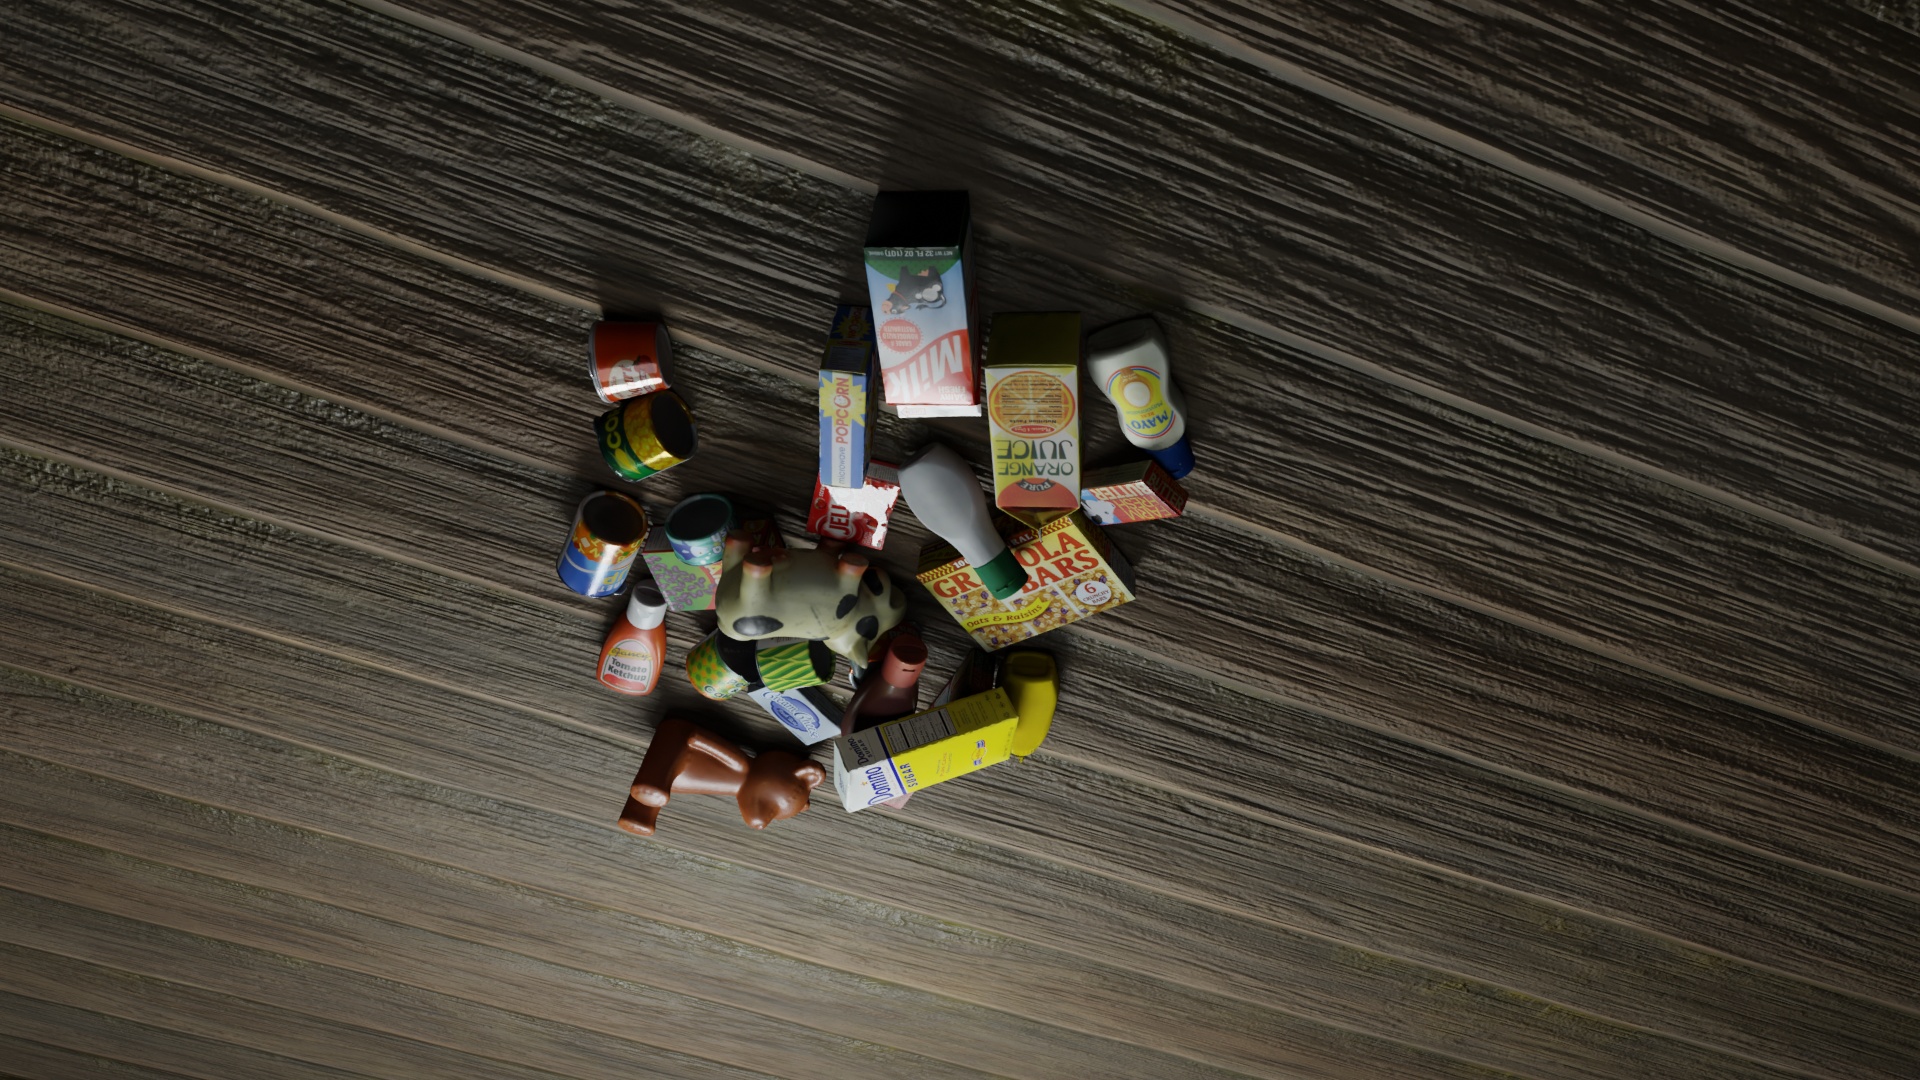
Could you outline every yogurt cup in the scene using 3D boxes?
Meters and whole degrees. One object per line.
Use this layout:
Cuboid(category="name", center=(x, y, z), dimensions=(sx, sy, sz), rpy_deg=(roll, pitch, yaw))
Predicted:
Cuboid(category="yogurt cup", center=(-0.268, -0.149, 1.136), dimensions=(0.054, 0.073, 0.072), rpy_deg=(-6, 135, 3))

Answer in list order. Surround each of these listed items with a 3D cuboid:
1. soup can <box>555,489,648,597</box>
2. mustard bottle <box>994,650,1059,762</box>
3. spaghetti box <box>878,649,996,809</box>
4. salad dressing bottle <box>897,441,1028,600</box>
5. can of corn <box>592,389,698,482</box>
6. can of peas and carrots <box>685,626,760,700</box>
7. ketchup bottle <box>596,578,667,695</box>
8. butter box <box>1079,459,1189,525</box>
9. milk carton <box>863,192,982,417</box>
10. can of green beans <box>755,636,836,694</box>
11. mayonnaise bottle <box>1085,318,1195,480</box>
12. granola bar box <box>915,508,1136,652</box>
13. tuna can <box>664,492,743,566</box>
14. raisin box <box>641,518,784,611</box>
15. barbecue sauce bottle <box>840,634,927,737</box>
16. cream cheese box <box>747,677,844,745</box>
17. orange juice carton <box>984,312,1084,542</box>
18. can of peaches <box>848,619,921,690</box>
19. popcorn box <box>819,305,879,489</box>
Cuboid(category="soup can", center=(-0.332, 0.005, 1.297), dimensions=(0.071, 0.072, 0.083), rpy_deg=(22, 134, -14))
Cuboid(category="mustard bottle", center=(0.065, 0.178, 1.431), dimensions=(0.065, 0.049, 0.159), rpy_deg=(5, 136, 1))
Cuboid(category="spaghetti box", center=(-0.028, 0.204, 1.470), dimensions=(0.029, 0.050, 0.248), rpy_deg=(22, 134, -12))
Cuboid(category="salad dressing bottle", center=(0.004, -0.015, 1.213), dimensions=(0.064, 0.044, 0.147), rpy_deg=(-29, 105, 27))
Cuboid(category="can of corn", center=(-0.269, -0.092, 1.190), dimensions=(0.058, 0.071, 0.071), rpy_deg=(-20, 129, 24))
Cuboid(category="can of peas and carrots", center=(-0.234, 0.123, 1.402), dimensions=(0.071, 0.071, 0.058), rpy_deg=(35, 130, -25))
Cuboid(category="ketchup bottle", center=(-0.327, 0.097, 1.408), dimensions=(0.065, 0.044, 0.148), rpy_deg=(18, 134, -10))
Cuboid(category="butter box", center=(0.140, -0.040, 1.187), dimensions=(0.053, 0.024, 0.103), rpy_deg=(40, 153, -29))
Cuboid(category="milk carton", center=(-0.024, -0.168, 1.074), dimensions=(0.072, 0.074, 0.189), rpy_deg=(0, 136, 8))
Cuboid(category="can of green beans", center=(-0.164, 0.115, 1.387), dimensions=(0.058, 0.071, 0.071), rpy_deg=(-11, 133, 18))
Cuboid(category="mayonnaise bottle", center=(0.153, -0.111, 1.129), dimensions=(0.064, 0.041, 0.147), rpy_deg=(-15, 132, 19))
Cuboid(category="granola bar box", center=(0.061, 0.030, 1.288), dimensions=(0.165, 0.039, 0.124), rpy_deg=(-22, 127, 28))
Cuboid(category="tuna can", center=(-0.233, -0.010, 1.267), dimensions=(0.071, 0.071, 0.032), rpy_deg=(-3, 134, 11))
Cuboid(category="raisin box", center=(-0.228, 0.024, 1.323), dimensions=(0.123, 0.040, 0.085), rpy_deg=(-3, 134, 13))
Cuboid(category="barbecue sauce bottle", center=(-0.069, 0.149, 1.338), dimensions=(0.065, 0.044, 0.147), rpy_deg=(8, 137, -17))
Cuboid(category="cream cheese box", center=(-0.174, 0.175, 1.480), dimensions=(0.053, 0.024, 0.103), rpy_deg=(-23, 128, 26))
Cuboid(category="orange juice carton", center=(0.065, -0.090, 1.142), dimensions=(0.073, 0.072, 0.191), rpy_deg=(1, 135, 8))
Cuboid(category="can of peaches", center=(-0.073, 0.116, 1.381), dimensions=(0.071, 0.058, 0.070), rpy_deg=(4, 136, 4))
Cuboid(category="popcorn box", center=(-0.089, -0.115, 1.128), dimensions=(0.038, 0.085, 0.126), rpy_deg=(8, 136, 1))
